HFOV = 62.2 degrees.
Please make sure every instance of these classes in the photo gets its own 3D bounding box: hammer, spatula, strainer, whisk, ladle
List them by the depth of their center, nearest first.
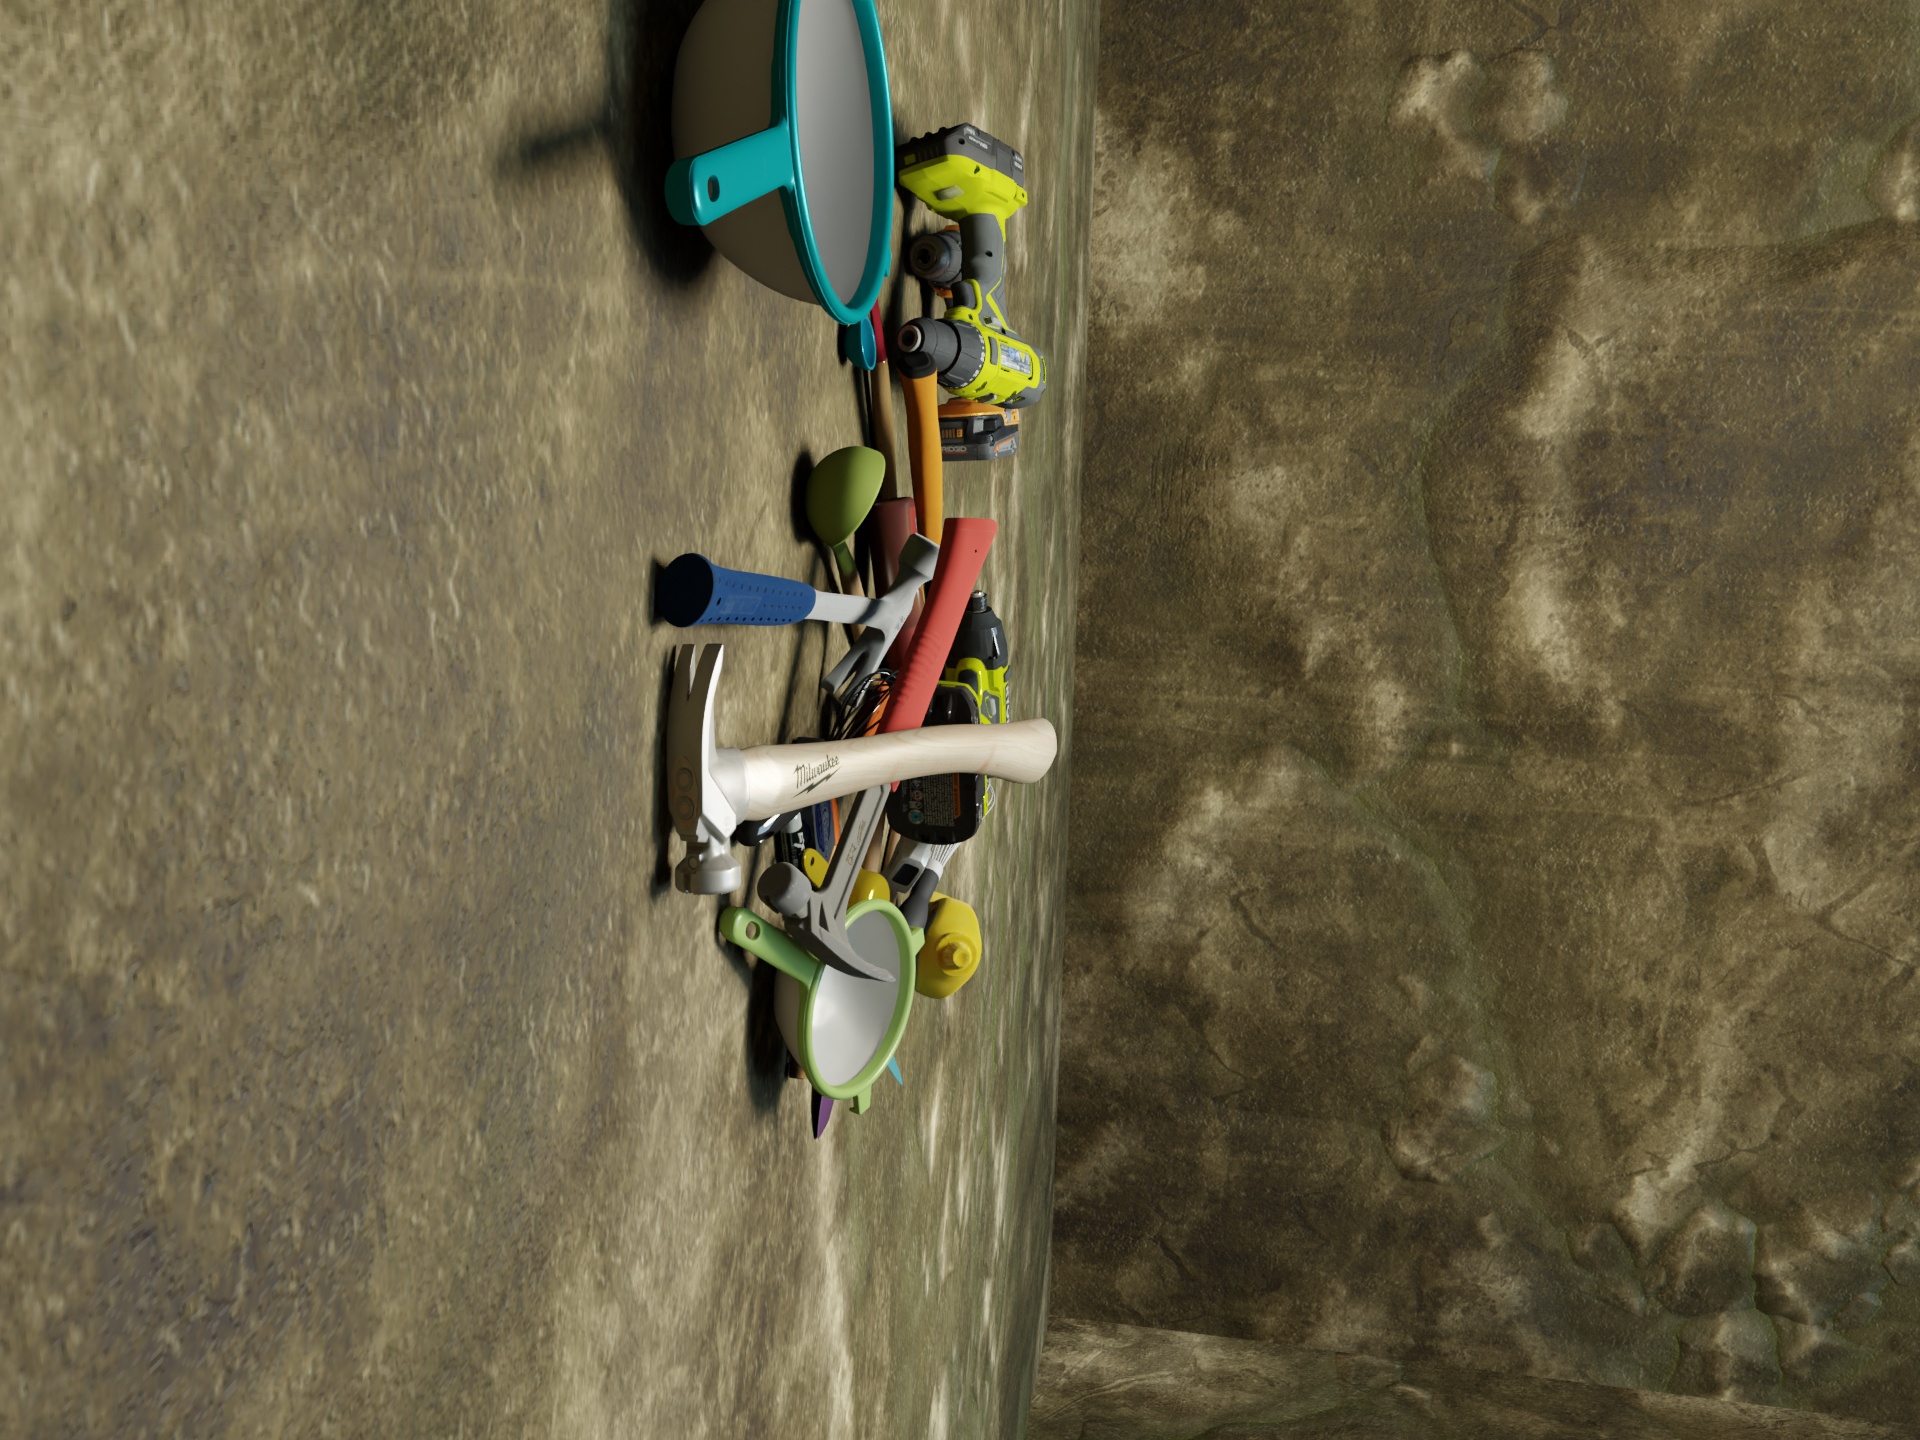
[{"bbox_3d":[-0.119,-0.302,0.840,0.340,0.095,0.210,-65,154,-60],"label":"strainer"},{"bbox_3d":[-0.106,-0.073,1.084,0.144,0.035,0.405,-60,168,9],"label":"hammer"},{"bbox_3d":[-0.048,0.016,1.086,0.410,0.038,0.146,-6,97,-57],"label":"hammer"},{"bbox_3d":[-0.095,0.026,1.152,0.239,0.055,0.055,-46,142,-51],"label":"whisk"},{"bbox_3d":[-0.121,0.182,1.155,0.256,0.069,0.151,46,57,-54],"label":"strainer"},{"bbox_3d":[-0.039,0.005,1.163,0.149,0.037,0.359,50,53,-47],"label":"hammer"},{"bbox_3d":[-0.099,0.125,1.280,0.081,0.041,0.323,81,16,-75],"label":"spatula"},{"bbox_3d":[-0.077,-0.107,1.287,0.319,0.062,0.078,82,18,-61],"label":"ladle"},{"bbox_3d":[-0.091,0.201,1.334,0.060,0.018,0.316,-42,143,-78],"label":"spatula"},{"bbox_3d":[-0.067,-0.287,1.358,0.069,0.031,0.315,-83,173,-48],"label":"ladle"},{"bbox_3d":[-0.027,-0.178,1.417,0.336,0.034,0.127,87,-17,-49],"label":"hammer"},{"bbox_3d":[-0.062,0.186,1.518,0.082,0.044,0.318,67,26,-51],"label":"spatula"},{"bbox_3d":[-0.036,0.043,1.547,0.331,0.033,0.128,-82,-161,-56],"label":"hammer"},{"bbox_3d":[-0.020,0.129,1.557,0.285,0.070,0.070,-67,159,-53],"label":"whisk"}]

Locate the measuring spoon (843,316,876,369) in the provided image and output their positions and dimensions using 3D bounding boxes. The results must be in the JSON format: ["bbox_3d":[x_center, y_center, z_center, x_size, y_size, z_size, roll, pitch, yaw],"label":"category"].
[{"bbox_3d":[-0.090,-0.338,1.249,0.042,0.021,0.128,-71,153,-60],"label":"measuring spoon"}]

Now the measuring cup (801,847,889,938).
[{"bbox_3d":[-0.087,0.129,1.224,0.156,0.029,0.062,60,42,-64],"label":"measuring cup"}]

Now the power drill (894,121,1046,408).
[{"bbox_3d":[0.001,-0.399,1.410,0.190,0.080,0.228,0,84,-57],"label":"power drill"}]

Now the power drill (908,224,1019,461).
[{"bbox_3d":[-0.001,-0.371,1.567,0.185,0.084,0.226,-35,125,-68],"label":"power drill"}]

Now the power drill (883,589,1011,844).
[{"bbox_3d":[-0.002,-0.004,1.363,0.223,0.080,0.171,-61,151,-66],"label":"power drill"}]
